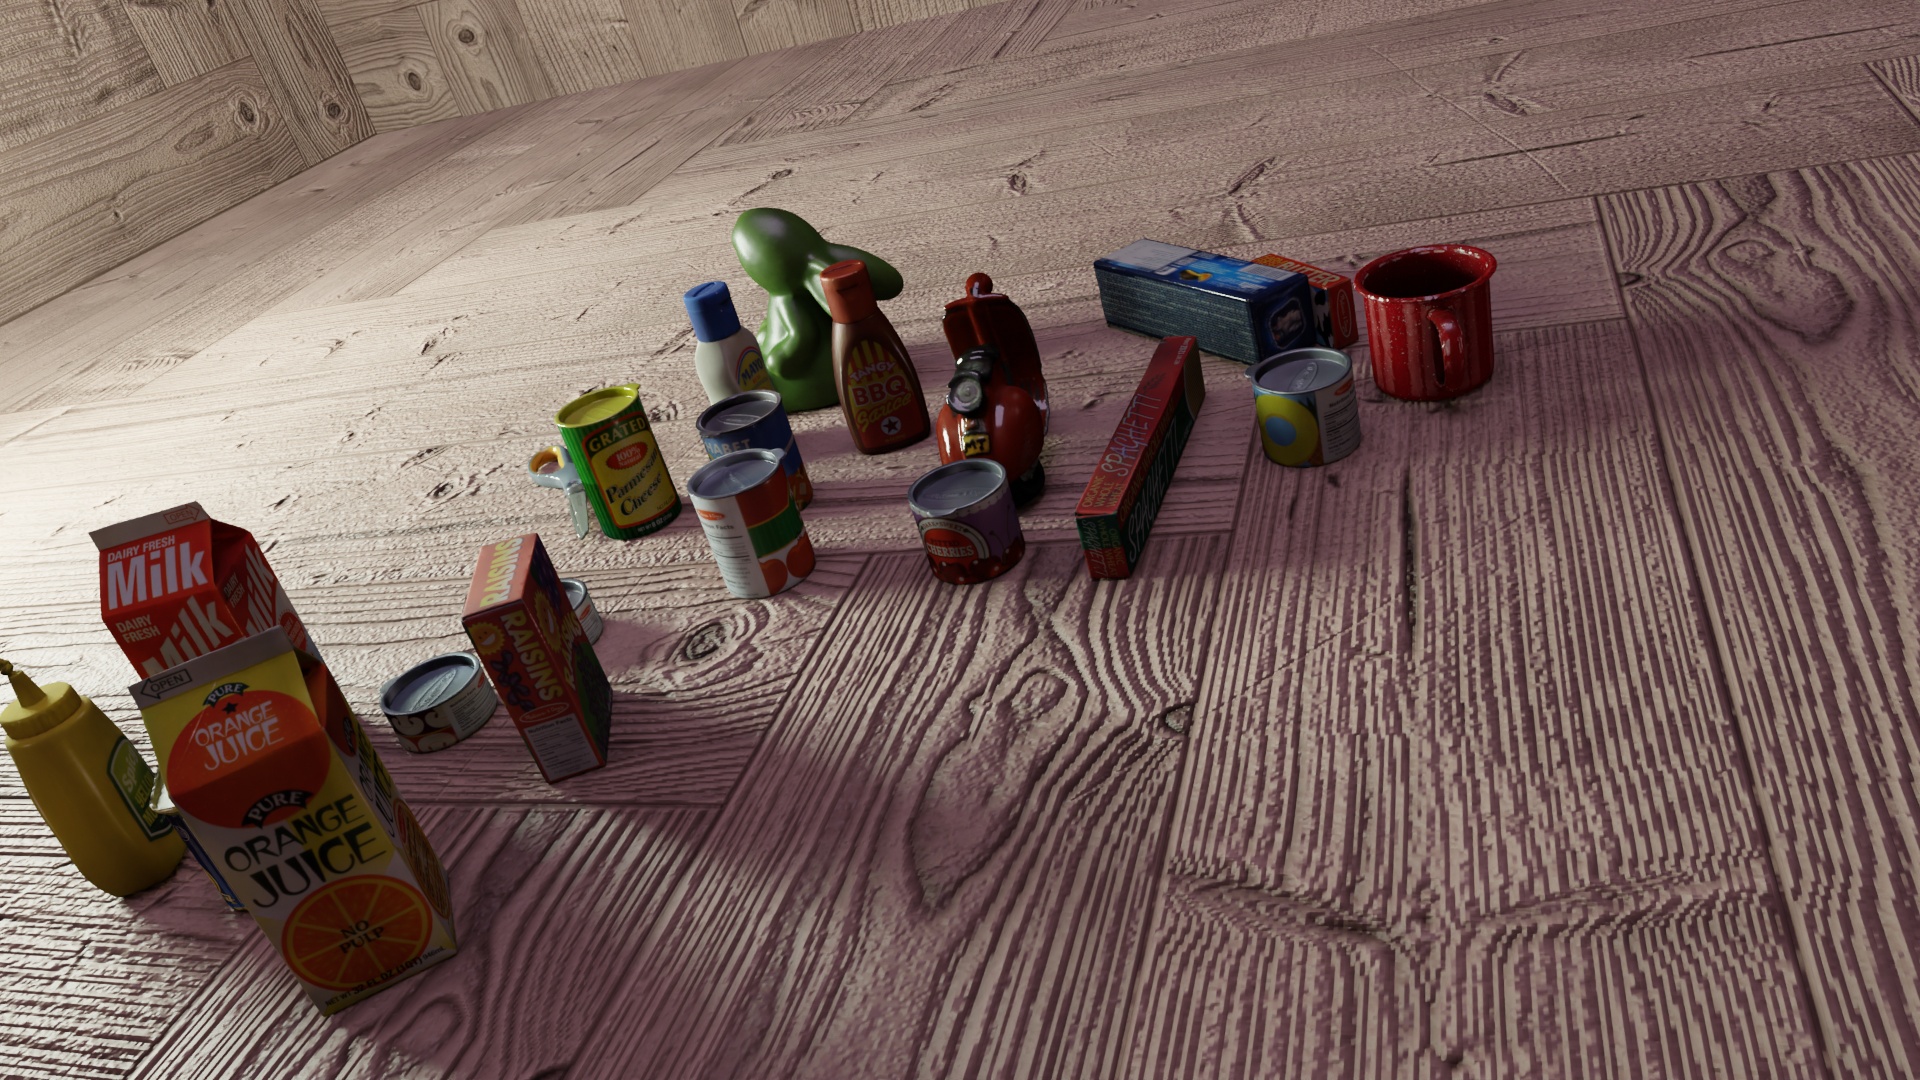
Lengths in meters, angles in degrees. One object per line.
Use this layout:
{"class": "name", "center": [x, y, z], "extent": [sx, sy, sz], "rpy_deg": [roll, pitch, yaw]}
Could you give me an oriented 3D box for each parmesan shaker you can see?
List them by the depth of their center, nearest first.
{"class": "parmesan shaker", "center": [-0.261, -0.061, 1.078], "extent": [0.071, 0.102, 0.071], "rpy_deg": [-12, 29, 7]}

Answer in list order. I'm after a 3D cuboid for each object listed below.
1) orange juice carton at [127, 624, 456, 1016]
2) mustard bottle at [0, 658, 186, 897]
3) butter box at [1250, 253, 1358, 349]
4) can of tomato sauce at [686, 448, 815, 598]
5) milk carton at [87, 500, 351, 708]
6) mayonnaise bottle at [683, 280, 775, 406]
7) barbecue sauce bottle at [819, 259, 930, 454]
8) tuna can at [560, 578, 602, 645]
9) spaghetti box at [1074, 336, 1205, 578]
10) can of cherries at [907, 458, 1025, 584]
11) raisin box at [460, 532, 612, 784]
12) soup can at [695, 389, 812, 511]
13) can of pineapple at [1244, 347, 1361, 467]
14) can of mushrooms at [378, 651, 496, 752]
{"class": "orange juice carton", "center": [-0.325, 0.132, 0.686], "extent": [0.072, 0.191, 0.073], "rpy_deg": [-24, 30, -14]}
{"class": "mustard bottle", "center": [-0.514, 0.133, 0.812], "extent": [0.049, 0.159, 0.065], "rpy_deg": [-20, 29, -7]}
{"class": "butter box", "center": [0.266, -0.188, 1.084], "extent": [0.024, 0.053, 0.104], "rpy_deg": [-25, 30, -14]}
{"class": "can of tomato sauce", "center": [-0.141, -0.013, 0.955], "extent": [0.071, 0.082, 0.071], "rpy_deg": [-12, 29, 7]}
{"class": "milk carton", "center": [-0.465, 0.065, 0.874], "extent": [0.072, 0.189, 0.074], "rpy_deg": [-17, 29, 0]}
{"class": "mayonnaise bottle", "center": [-0.181, -0.134, 1.117], "extent": [0.041, 0.147, 0.065], "rpy_deg": [0, 33, 28]}
{"class": "barbecue sauce bottle", "center": [-0.071, -0.142, 1.076], "extent": [0.065, 0.148, 0.044], "rpy_deg": [-17, 29, -1]}
{"class": "tuna can", "center": [-0.285, 0.057, 0.958], "extent": [0.071, 0.032, 0.071], "rpy_deg": [-12, 29, 7]}
{"class": "spaghetti box", "center": [0.126, -0.063, 0.942], "extent": [0.028, 0.050, 0.251], "rpy_deg": [-2, 32, 24]}
{"class": "can of cherries", "center": [0.003, -0.011, 0.907], "extent": [0.071, 0.058, 0.072], "rpy_deg": [-12, 29, 7]}
{"class": "raisin box", "center": [-0.250, 0.069, 0.829], "extent": [0.040, 0.123, 0.086], "rpy_deg": [-17, 29, -1]}
{"class": "soup can", "center": [-0.156, -0.060, 1.044], "extent": [0.071, 0.083, 0.072], "rpy_deg": [-12, 29, 7]}
{"class": "can of pineapple", "center": [0.230, -0.090, 0.929], "extent": [0.071, 0.057, 0.071], "rpy_deg": [-12, 29, 7]}
{"class": "can of mushrooms", "center": [-0.341, 0.105, 0.904], "extent": [0.071, 0.033, 0.071], "rpy_deg": [-12, 29, 7]}
